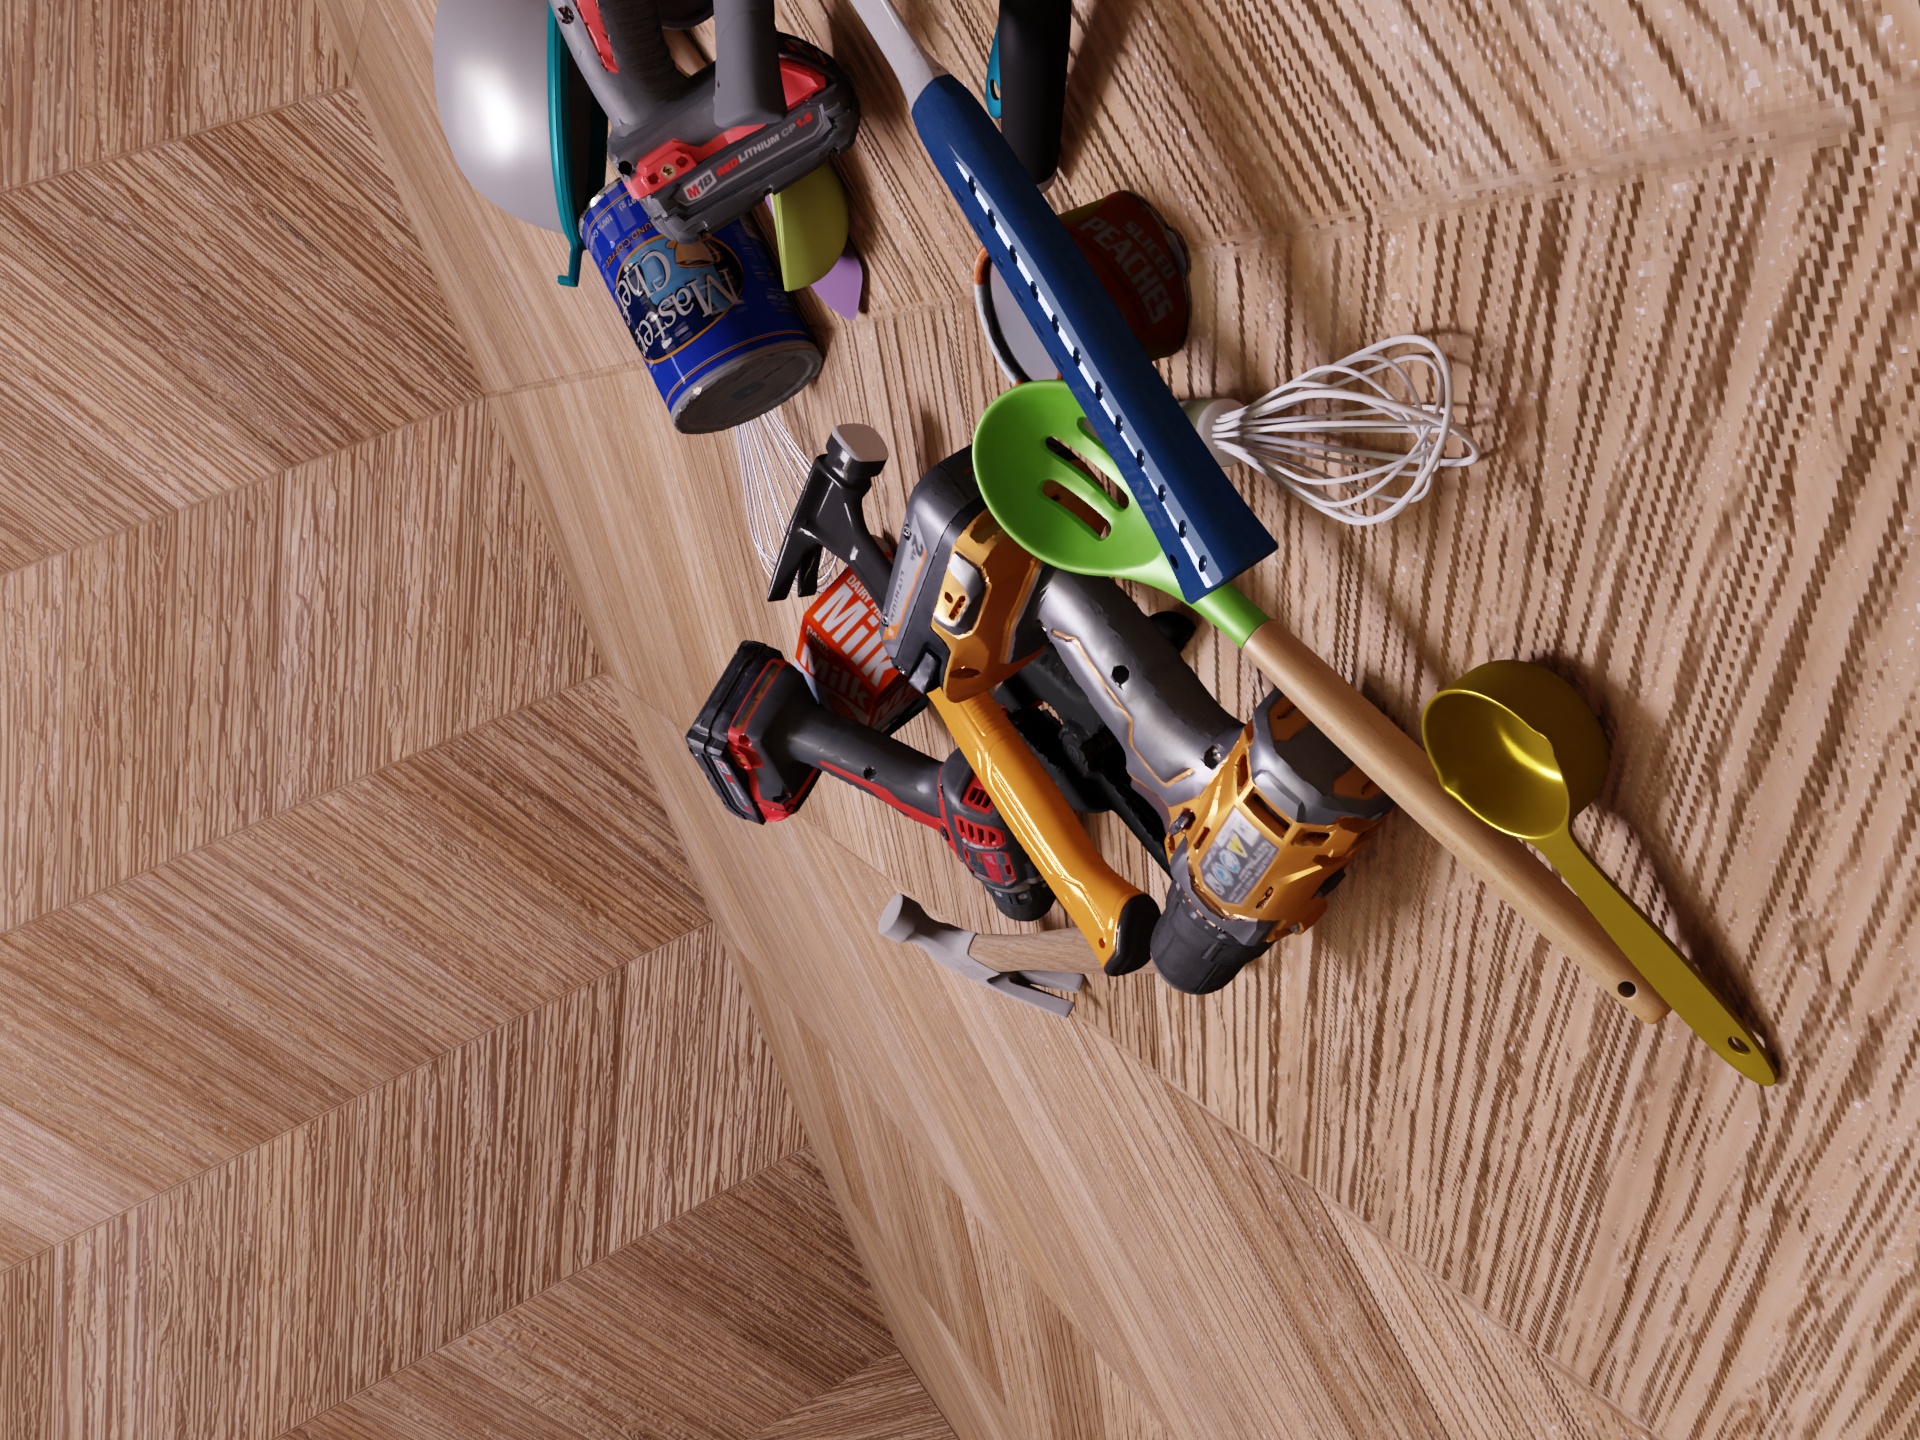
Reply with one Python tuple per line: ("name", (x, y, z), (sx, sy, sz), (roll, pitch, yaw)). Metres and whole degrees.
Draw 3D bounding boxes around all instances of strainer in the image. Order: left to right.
("strainer", (-0.277, -0.450, 0.966), (0.340, 0.095, 0.211), (98, 172, -53))

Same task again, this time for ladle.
("ladle", (-0.180, -0.355, 0.864), (0.320, 0.062, 0.078), (43, 167, 7))

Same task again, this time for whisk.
("whisk", (-0.147, -0.220, 1.110), (0.284, 0.070, 0.070), (69, 163, 4))
("whisk", (0.099, -0.104, 0.570), (0.246, 0.057, 0.059), (-153, 75, -68))

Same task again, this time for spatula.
("spatula", (-0.138, -0.355, 0.945), (0.316, 0.018, 0.059), (57, 155, 21))

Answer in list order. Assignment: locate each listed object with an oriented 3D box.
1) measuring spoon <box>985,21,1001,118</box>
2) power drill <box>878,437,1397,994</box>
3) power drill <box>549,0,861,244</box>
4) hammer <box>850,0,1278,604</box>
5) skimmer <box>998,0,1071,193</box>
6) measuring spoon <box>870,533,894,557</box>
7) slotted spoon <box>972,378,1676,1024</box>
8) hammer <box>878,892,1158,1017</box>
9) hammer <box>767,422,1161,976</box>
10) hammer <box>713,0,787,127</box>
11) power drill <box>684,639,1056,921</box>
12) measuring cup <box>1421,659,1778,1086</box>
("measuring spoon", (0.017, -0.273, 0.598), (0.042, 0.021, 0.128), (60, 160, 16))
("power drill", (0.067, 0.006, 0.677), (0.226, 0.084, 0.185), (45, 147, 19))
("power drill", (-0.141, -0.345, 0.719), (0.219, 0.143, 0.079), (55, -171, -34))
("hammer", (-0.015, -0.220, 0.532), (0.405, 0.035, 0.144), (58, 163, 1))
("skimmer", (0.029, -0.295, 0.474), (0.363, 0.127, 0.090), (84, -166, -75))
("measuring spoon", (-0.050, -0.086, 1.079), (0.034, 0.018, 0.124), (39, 160, 25))
("slotted spoon", (0.122, -0.012, 0.560), (0.314, 0.031, 0.070), (45, 124, 17))
("hammer", (0.066, 0.138, 0.943), (0.130, 0.031, 0.331), (30, 161, -17))
("hammer", (-0.001, -0.003, 0.843), (0.337, 0.034, 0.127), (56, 137, 28))
("hammer", (-0.088, -0.421, 0.578), (0.149, 0.036, 0.408), (52, 149, 42))
("power drill", (-0.040, 0.049, 0.989), (0.227, 0.080, 0.187), (19, 156, 19))
("measuring cup", (0.208, 0.045, 0.498), (0.156, 0.029, 0.062), (51, 160, 4))
